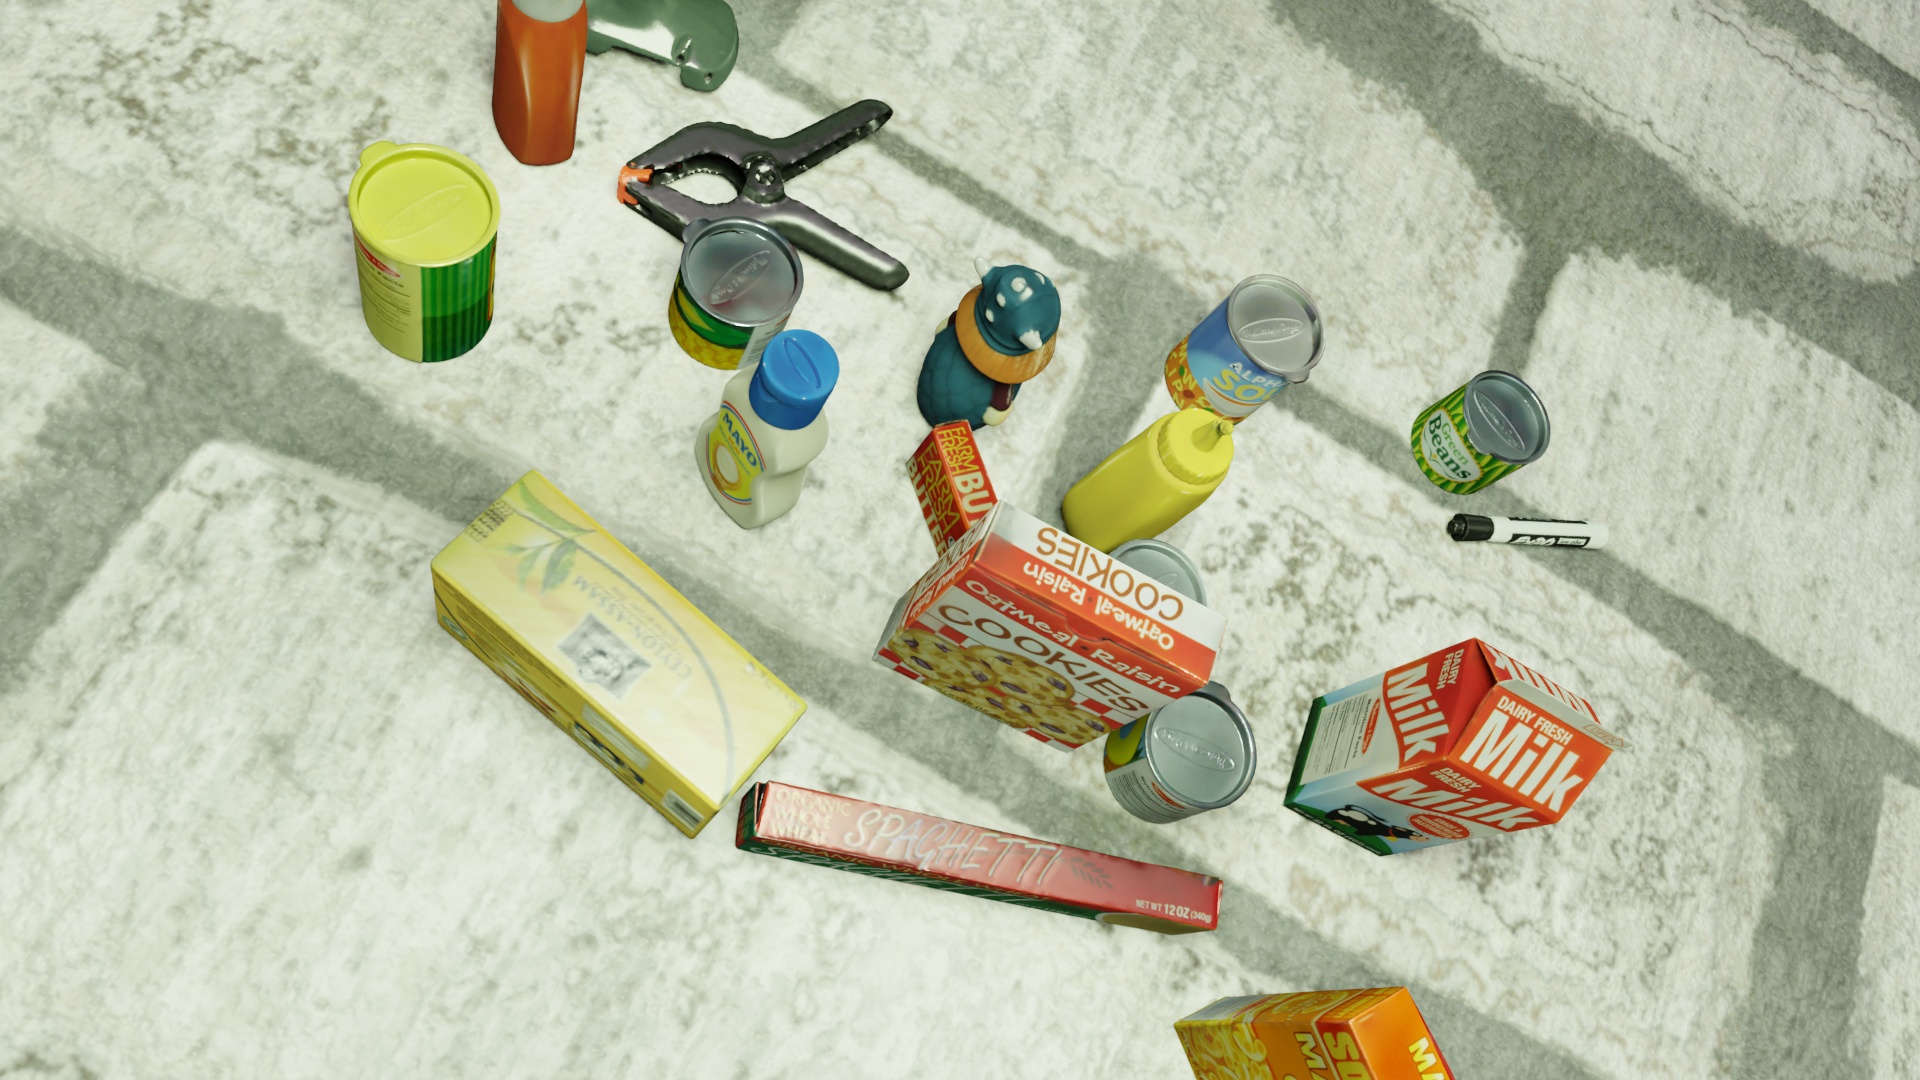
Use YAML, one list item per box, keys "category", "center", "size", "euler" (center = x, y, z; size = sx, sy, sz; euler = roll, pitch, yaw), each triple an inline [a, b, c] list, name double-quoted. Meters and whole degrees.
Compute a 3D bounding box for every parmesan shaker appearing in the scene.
- category: "parmesan shaker"
  center: [-0.267, -0.142, 0.691]
  size: [0.071, 0.102, 0.071]
  euler: [7, 69, -18]

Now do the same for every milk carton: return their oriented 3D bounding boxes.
- category: "milk carton"
  center: [0.260, 0.110, 0.739]
  size: [0.072, 0.189, 0.074]
  euler: [28, 64, -8]

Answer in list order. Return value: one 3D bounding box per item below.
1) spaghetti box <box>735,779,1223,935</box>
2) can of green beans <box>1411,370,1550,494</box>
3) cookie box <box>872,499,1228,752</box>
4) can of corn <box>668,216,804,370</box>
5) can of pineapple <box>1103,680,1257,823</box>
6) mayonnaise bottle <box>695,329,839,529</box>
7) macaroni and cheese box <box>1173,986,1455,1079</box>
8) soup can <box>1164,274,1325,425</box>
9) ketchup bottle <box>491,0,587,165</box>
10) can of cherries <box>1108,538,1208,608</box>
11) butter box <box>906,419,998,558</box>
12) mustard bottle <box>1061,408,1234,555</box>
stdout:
- category: "spaghetti box"
  center: [0.011, 0.164, 0.707]
  size: [0.250, 0.050, 0.029]
  euler: [15, 67, -14]
- category: "can of green beans"
  center: [0.340, -0.070, 0.910]
  size: [0.071, 0.057, 0.071]
  euler: [7, 69, -18]
- category: "cookie box"
  center: [0.038, 0.050, 0.694]
  size: [0.123, 0.166, 0.040]
  euler: [27, 64, -9]
- category: "can of corn"
  center: [-0.127, -0.137, 0.765]
  size: [0.071, 0.058, 0.071]
  euler: [7, 69, -18]
- category: "can of pineapple"
  center: [0.120, 0.117, 0.760]
  size: [0.071, 0.057, 0.071]
  euler: [7, 69, -18]
- category: "mayonnaise bottle"
  center: [-0.096, -0.057, 0.696]
  size: [0.041, 0.147, 0.065]
  euler: [-29, 83, -26]
- category: "macaroni and cheese box"
  center: [0.178, 0.279, 0.659]
  size: [0.040, 0.165, 0.124]
  euler: [-18, 78, -25]
- category: "soup can"
  center: [0.173, -0.112, 0.851]
  size: [0.071, 0.083, 0.071]
  euler: [7, 69, -18]
- category: "ketchup bottle"
  center: [-0.220, -0.262, 0.727]
  size: [0.044, 0.148, 0.065]
  euler: [-14, 76, -24]
- category: "can of cherries"
  center: [0.098, 0.041, 0.780]
  size: [0.071, 0.058, 0.072]
  euler: [7, 69, -18]
- category: "butter box"
  center: [0.003, -0.010, 0.768]
  size: [0.024, 0.053, 0.103]
  euler: [-14, 76, -24]
- category: "mustard bottle"
  center: [0.109, -0.036, 0.756]
  size: [0.065, 0.159, 0.049]
  euler: [-20, 79, -25]
